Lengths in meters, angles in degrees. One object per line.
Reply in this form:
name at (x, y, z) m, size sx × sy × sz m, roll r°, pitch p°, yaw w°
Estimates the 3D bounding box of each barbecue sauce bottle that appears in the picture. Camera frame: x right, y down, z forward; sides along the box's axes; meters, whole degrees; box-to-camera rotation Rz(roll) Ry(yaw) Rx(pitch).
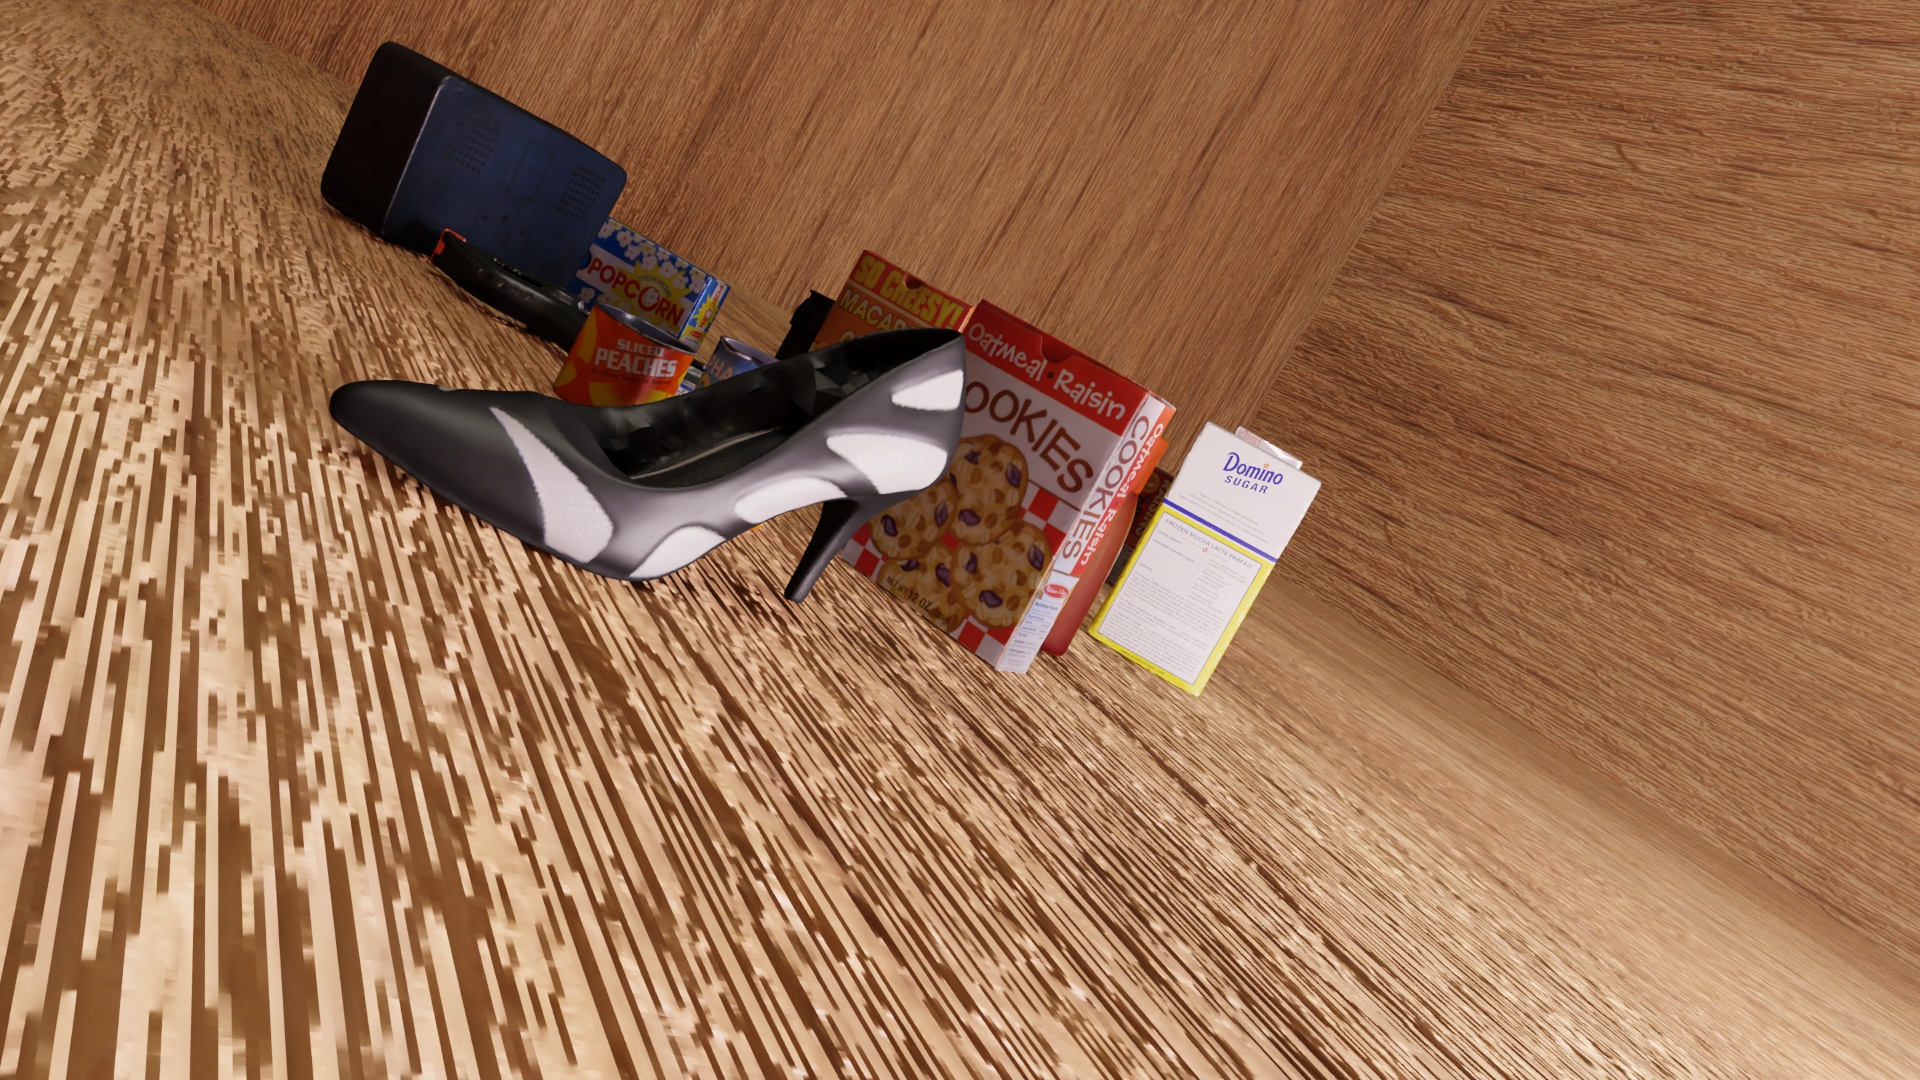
barbecue sauce bottle at (0.076, -0.005, 0.857) m, size 0.043 × 0.148 × 0.065 m, roll 25°, pitch 8°, yaw -30°

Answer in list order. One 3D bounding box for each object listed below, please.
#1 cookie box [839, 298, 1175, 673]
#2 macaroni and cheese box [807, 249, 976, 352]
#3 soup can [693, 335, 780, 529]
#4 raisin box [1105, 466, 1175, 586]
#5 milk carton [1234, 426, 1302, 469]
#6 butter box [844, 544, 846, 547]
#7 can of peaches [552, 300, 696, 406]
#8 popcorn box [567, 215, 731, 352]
cookie box at (0.023, -0.031, 0.762) m, size 0.123 × 0.167 × 0.040 m, roll 34°, pitch 8°, yaw 31°
macaroni and cheese box at (-0.064, -0.127, 1.078) m, size 0.124 × 0.166 × 0.040 m, roll 34°, pitch 8°, yaw 33°
soup can at (-0.118, -0.058, 0.737) m, size 0.071 × 0.083 × 0.071 m, roll 29°, pitch 7°, yaw -4°
raisin box at (0.192, -0.006, 1.383) m, size 0.040 × 0.123 × 0.086 m, roll 34°, pitch 9°, yaw 35°
milk carton at (0.226, -0.001, 1.222) m, size 0.072 × 0.190 × 0.073 m, roll 27°, pitch 7°, yaw -14°
butter box at (-0.030, -0.010, 0.864) m, size 0.024 × 0.053 × 0.103 m, roll 33°, pitch 9°, yaw 30°
can of peaches at (-0.199, -0.101, 0.823) m, size 0.071 × 0.058 × 0.071 m, roll 29°, pitch 7°, yaw -4°
popcorn box at (-0.269, -0.211, 1.185) m, size 0.127 × 0.085 × 0.038 m, roll 32°, pitch 7°, yaw 19°
